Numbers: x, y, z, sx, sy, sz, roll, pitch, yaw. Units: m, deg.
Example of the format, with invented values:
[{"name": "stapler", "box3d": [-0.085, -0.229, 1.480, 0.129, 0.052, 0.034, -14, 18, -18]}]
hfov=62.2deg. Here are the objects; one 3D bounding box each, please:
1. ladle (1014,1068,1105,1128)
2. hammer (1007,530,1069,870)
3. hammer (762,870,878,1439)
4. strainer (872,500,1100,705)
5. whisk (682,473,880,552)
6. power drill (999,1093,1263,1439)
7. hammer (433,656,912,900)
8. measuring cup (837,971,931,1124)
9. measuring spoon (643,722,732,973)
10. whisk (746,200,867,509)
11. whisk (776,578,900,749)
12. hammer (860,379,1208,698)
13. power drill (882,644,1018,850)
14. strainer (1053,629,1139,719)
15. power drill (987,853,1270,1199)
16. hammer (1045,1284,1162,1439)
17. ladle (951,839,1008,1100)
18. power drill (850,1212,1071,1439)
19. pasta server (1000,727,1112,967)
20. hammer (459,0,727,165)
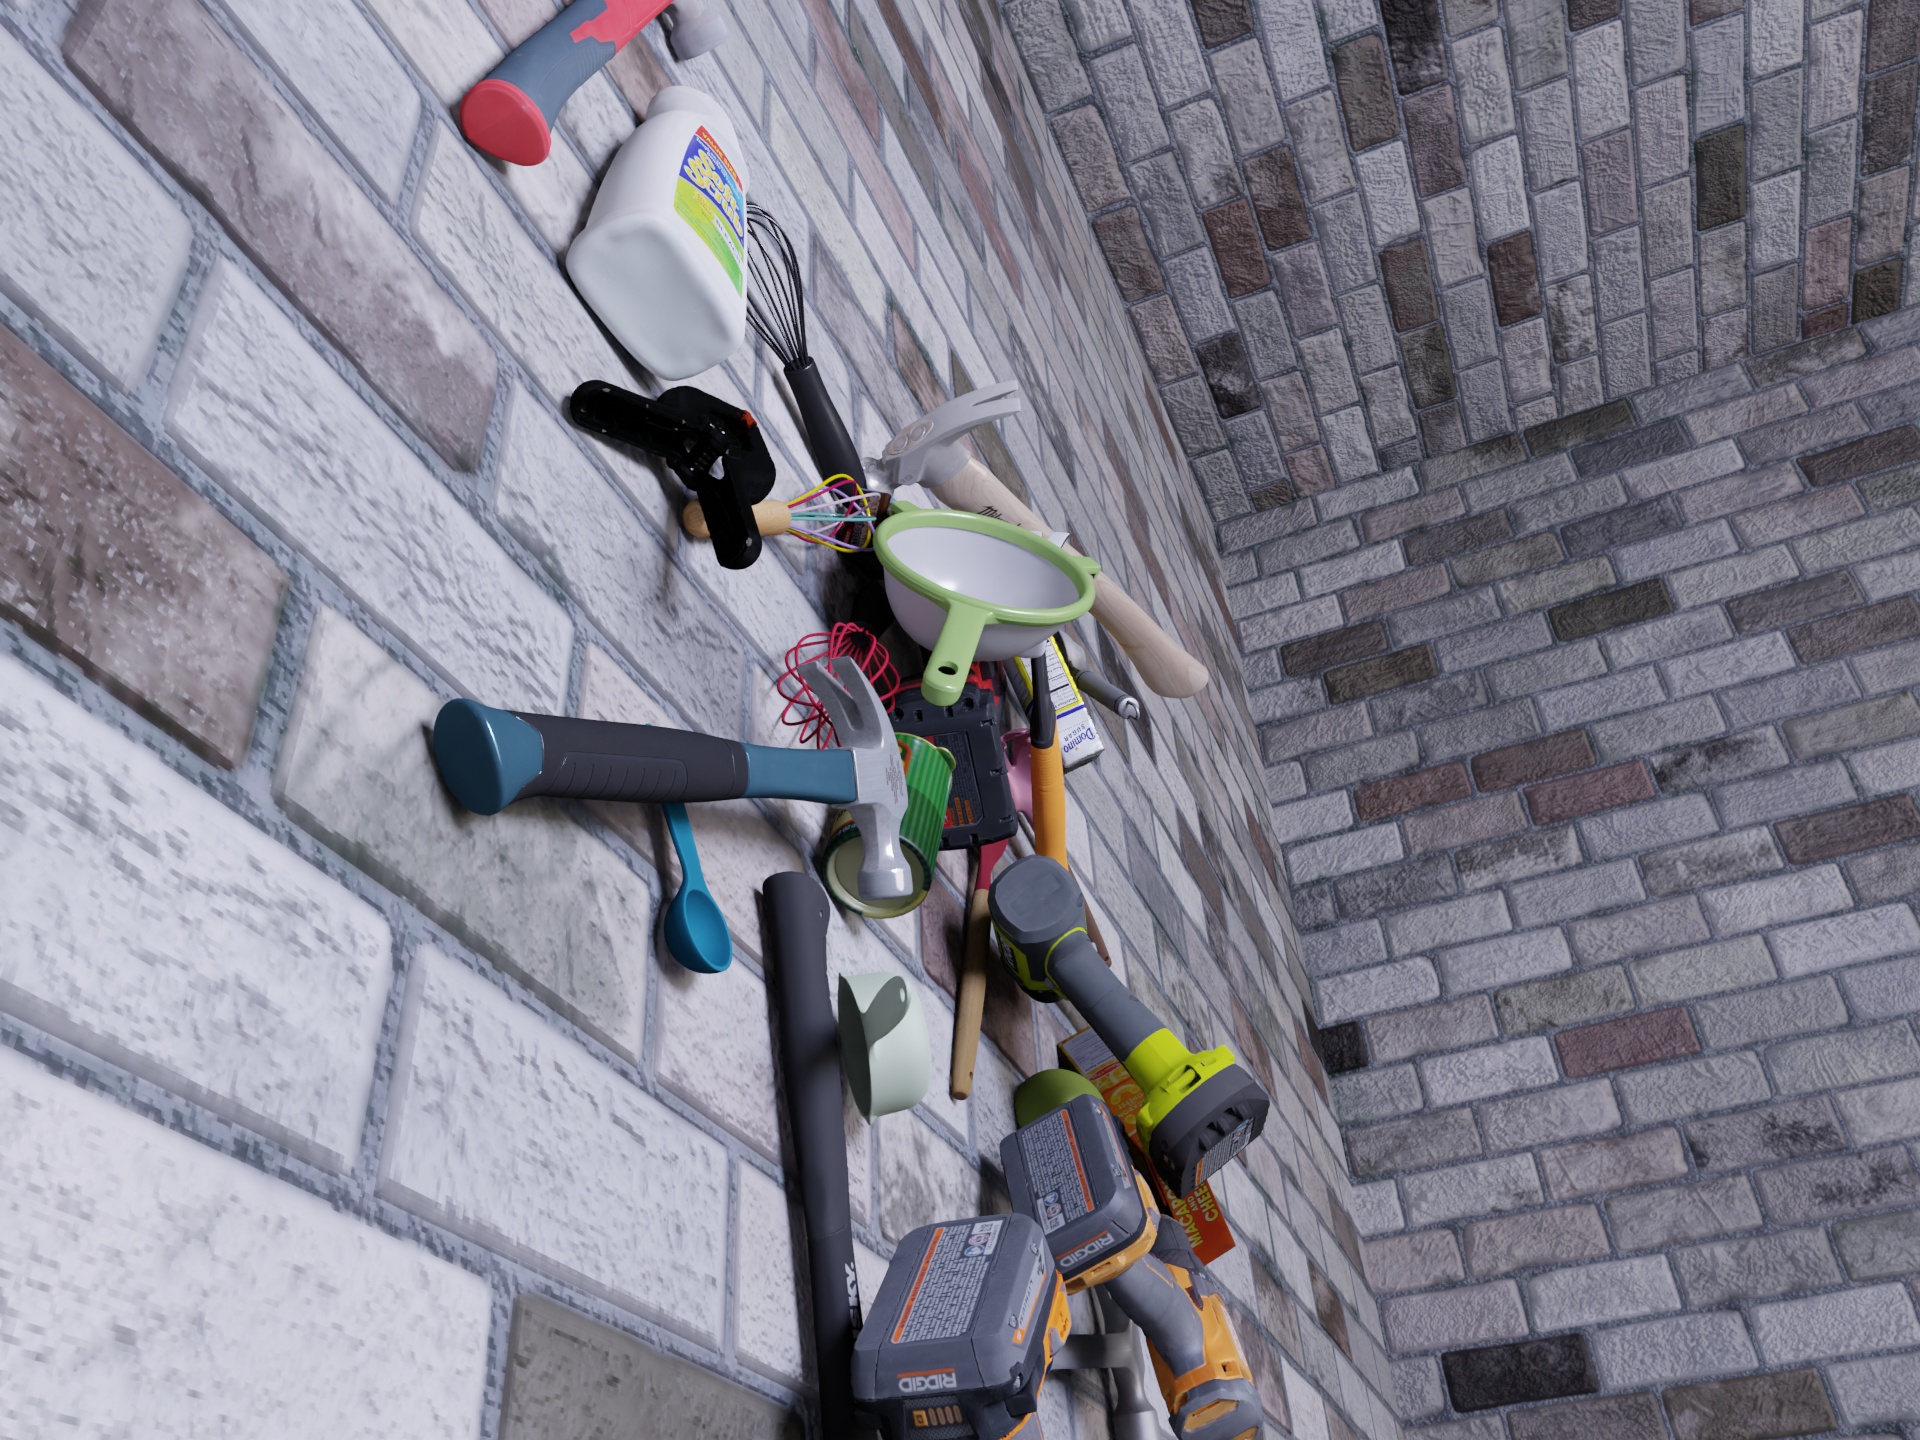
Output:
[{"name": "ladle", "box3d": [0.110, 0.370, 1.242, 0.319, 0.062, 0.078, 67, 8, -45]}, {"name": "hammer", "box3d": [0.066, 0.014, 1.250, 0.127, 0.034, 0.336, -76, 166, -46]}, {"name": "hammer", "box3d": [-0.067, 0.234, 0.769, 0.146, 0.035, 0.335, 45, 32, -61]}, {"name": "strainer", "box3d": [0.001, -0.055, 1.011, 0.256, 0.151, 0.069, -72, 179, -60]}, {"name": "whisk", "box3d": [-0.107, -0.129, 0.985, 0.245, 0.051, 0.047, -20, 128, -69]}, {"name": "power drill", "box3d": [0.114, 0.351, 1.056, 0.226, 0.084, 0.185, 56, 8, -24]}, {"name": "hammer", "box3d": [-0.114, 0.024, 0.738, 0.330, 0.033, 0.128, 9, 73, -63]}, {"name": "measuring cup", "box3d": [-0.030, 0.154, 0.813, 0.167, 0.038, 0.083, 120, -41, -63]}, {"name": "measuring spoon", "box3d": [-0.138, 0.061, 0.747, 0.042, 0.021, 0.129, 38, 30, -65]}, {"name": "whisk", "box3d": [-0.110, -0.242, 1.084, 0.055, 0.055, 0.238, -86, 159, -51]}, {"name": "whisk", "box3d": [-0.066, -0.046, 1.015, 0.296, 0.073, 0.073, -77, 148, -72]}, {"name": "hammer", "box3d": [0.096, -0.125, 1.291, 0.410, 0.146, 0.038, 35, 40, -43]}, {"name": "power drill", "box3d": [-0.002, -0.004, 1.141, 0.220, 0.078, 0.143, -83, 163, -63]}, {"name": "strainer", "box3d": [0.110, -0.036, 1.408, 0.259, 0.050, 0.086, -138, -138, -68]}, {"name": "power drill", "box3d": [0.107, 0.214, 1.108, 0.229, 0.080, 0.190, 49, -13, 26]}, {"name": "hammer", "box3d": [0.053, 0.396, 1.012, 0.405, 0.035, 0.144, 44, 34, -60]}, {"name": "ladle", "box3d": [0.013, 0.144, 1.146, 0.316, 0.031, 0.069, -82, 153, -51]}, {"name": "power drill", "box3d": [0.020, 0.366, 0.729, 0.164, 0.084, 0.226, -49, 125, -72]}, {"name": "pasta server", "box3d": [0.086, 0.121, 1.395, 0.040, 0.060, 0.315, 30, -26, 47]}, {"name": "hammer", "box3d": [-0.214, -0.409, 0.903, 0.387, 0.038, 0.143, -83, 151, -55]}]
